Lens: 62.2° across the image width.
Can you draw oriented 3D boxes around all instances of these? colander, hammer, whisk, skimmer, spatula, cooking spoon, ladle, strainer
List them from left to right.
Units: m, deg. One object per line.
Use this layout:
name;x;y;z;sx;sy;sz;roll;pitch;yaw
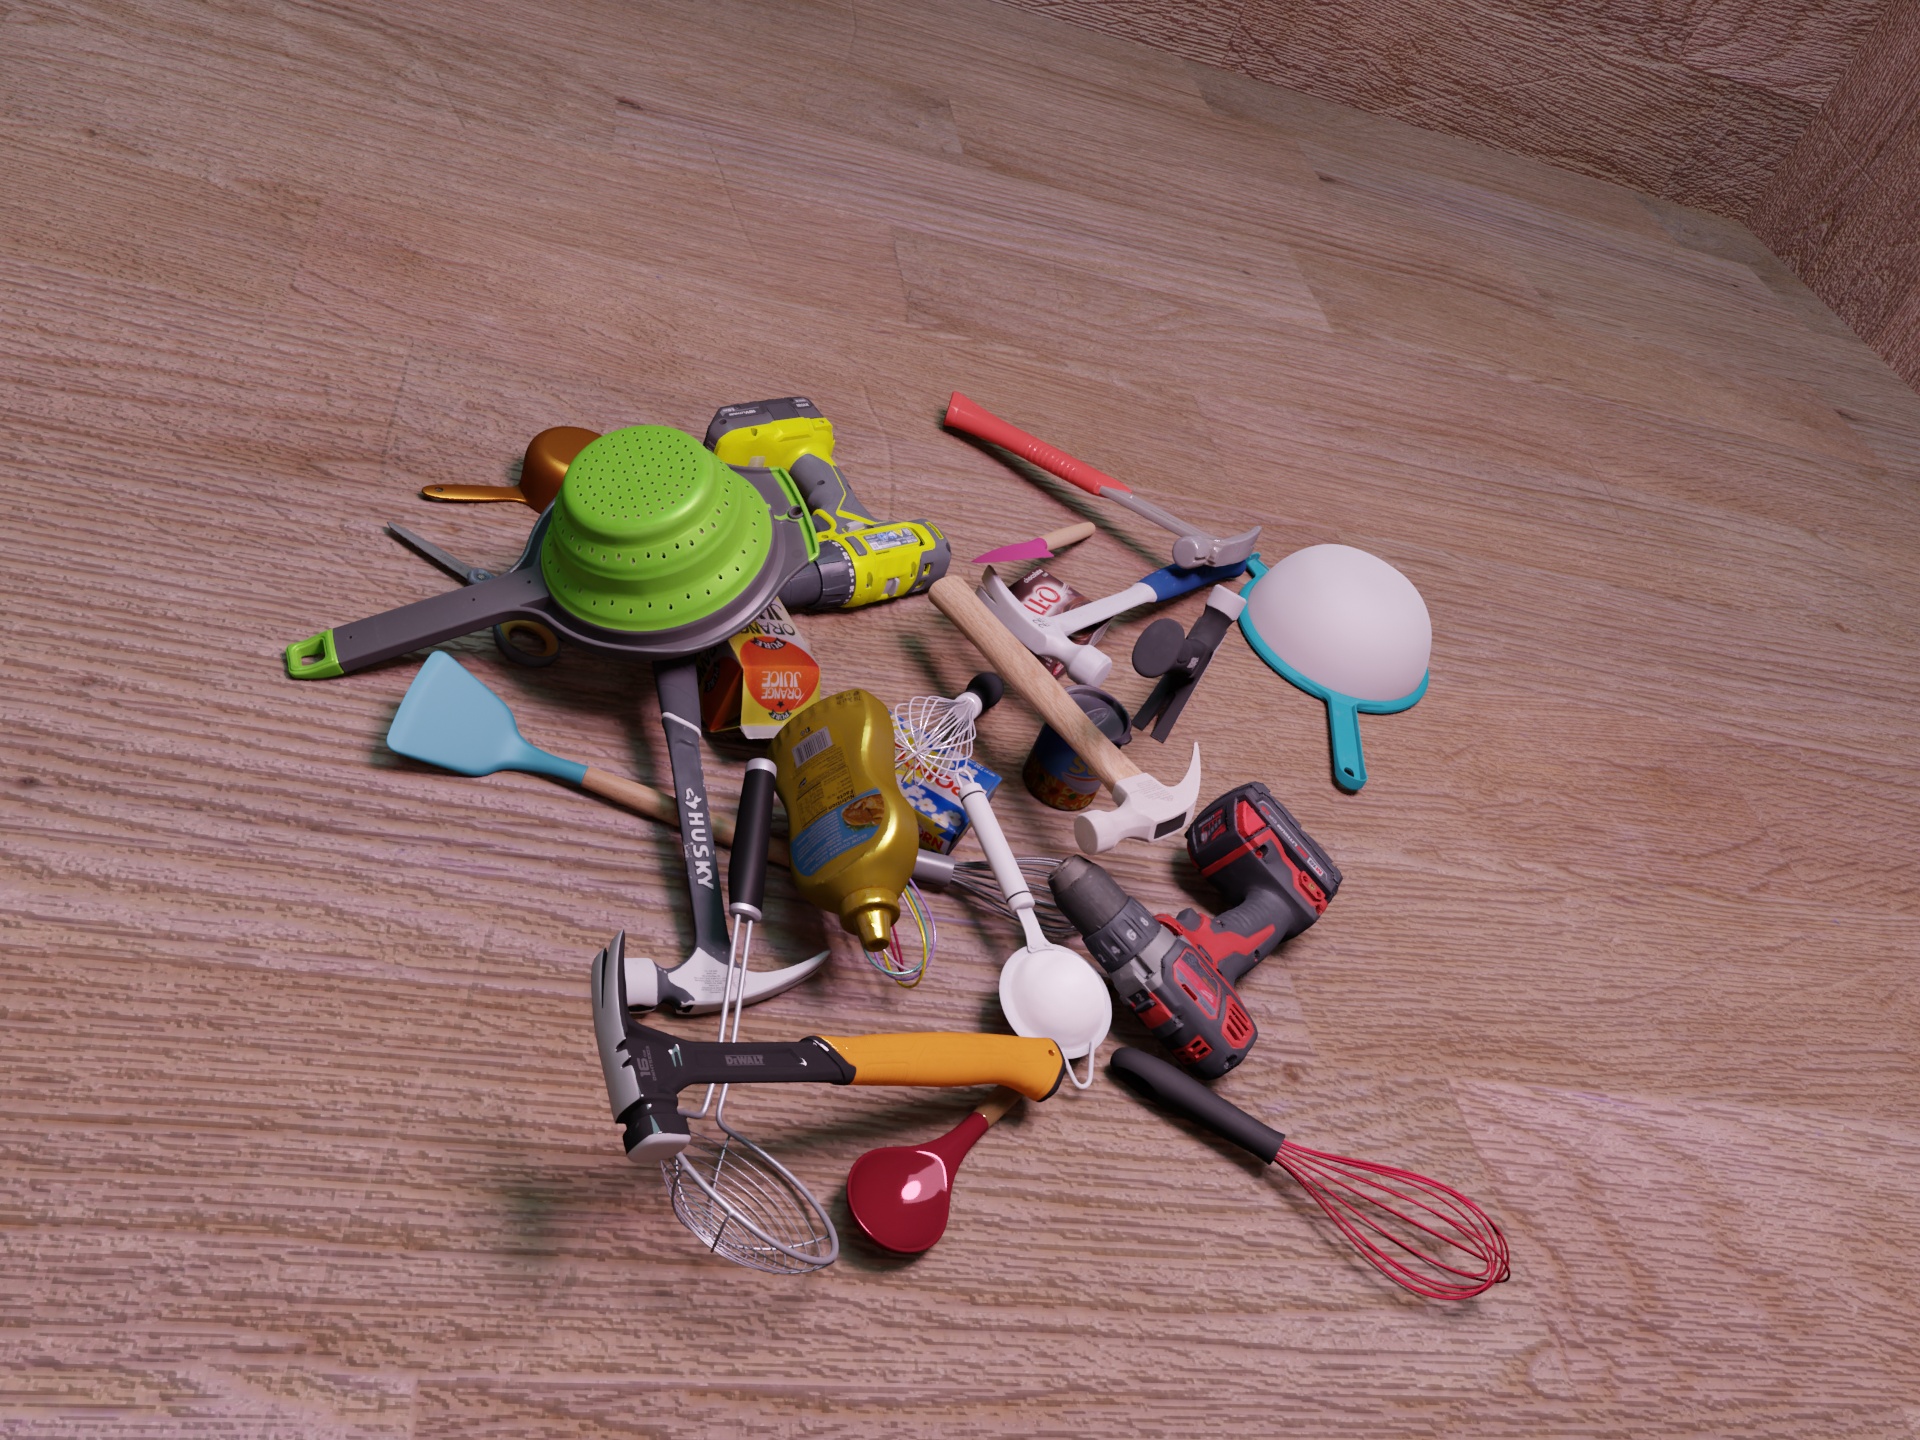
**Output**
colander;-0.306;-0.124;1.163;0.397;0.094;0.205;-19;55;-9
spatula;-0.247;0.048;1.147;0.317;0.044;0.082;22;64;-5
hammer;-0.195;0.020;1.152;0.149;0.036;0.409;4;54;-26
skimmer;-0.120;0.166;0.998;0.127;0.090;0.364;38;39;-38
hammer;-0.065;0.198;0.959;0.336;0.034;0.127;12;45;-41
whisk;-0.072;0.088;1.149;0.051;0.047;0.245;-16;53;-11
whisk;-0.008;0.111;1.190;0.239;0.055;0.055;14;40;-5
whisk;-0.001;-0.005;1.257;0.070;0.070;0.284;28;16;6
ladle;0.026;0.252;1.062;0.069;0.031;0.315;45;41;10
strainer;0.046;0.136;1.135;0.086;0.050;0.259;-5;53;-30
cooking spoon;0.081;-0.166;1.483;0.069;0.017;0.319;-2;10;20
hammer;0.070;-0.018;1.250;0.130;0.031;0.332;-14;43;-27
hammer;0.131;-0.251;1.632;0.359;0.036;0.149;32;28;25
hammer;0.164;-0.122;1.489;0.144;0.035;0.405;37;31;19
hammer;0.172;-0.047;1.279;0.035;0.146;0.334;31;8;11
whisk;0.233;0.303;1.082;0.296;0.073;0.073;28;39;14
strainer;0.384;-0.072;1.545;0.211;0.095;0.341;18;38;-6

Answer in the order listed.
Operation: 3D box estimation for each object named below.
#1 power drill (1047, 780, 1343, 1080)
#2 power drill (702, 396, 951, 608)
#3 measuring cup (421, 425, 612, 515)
power drill;0.175;0.136;1.193;0.188;0.080;0.227;48;44;0
power drill;-0.142;-0.189;1.442;0.190;0.080;0.229;-17;56;-39
measuring cup;-0.375;-0.216;1.375;0.173;0.052;0.095;-6;47;-33
